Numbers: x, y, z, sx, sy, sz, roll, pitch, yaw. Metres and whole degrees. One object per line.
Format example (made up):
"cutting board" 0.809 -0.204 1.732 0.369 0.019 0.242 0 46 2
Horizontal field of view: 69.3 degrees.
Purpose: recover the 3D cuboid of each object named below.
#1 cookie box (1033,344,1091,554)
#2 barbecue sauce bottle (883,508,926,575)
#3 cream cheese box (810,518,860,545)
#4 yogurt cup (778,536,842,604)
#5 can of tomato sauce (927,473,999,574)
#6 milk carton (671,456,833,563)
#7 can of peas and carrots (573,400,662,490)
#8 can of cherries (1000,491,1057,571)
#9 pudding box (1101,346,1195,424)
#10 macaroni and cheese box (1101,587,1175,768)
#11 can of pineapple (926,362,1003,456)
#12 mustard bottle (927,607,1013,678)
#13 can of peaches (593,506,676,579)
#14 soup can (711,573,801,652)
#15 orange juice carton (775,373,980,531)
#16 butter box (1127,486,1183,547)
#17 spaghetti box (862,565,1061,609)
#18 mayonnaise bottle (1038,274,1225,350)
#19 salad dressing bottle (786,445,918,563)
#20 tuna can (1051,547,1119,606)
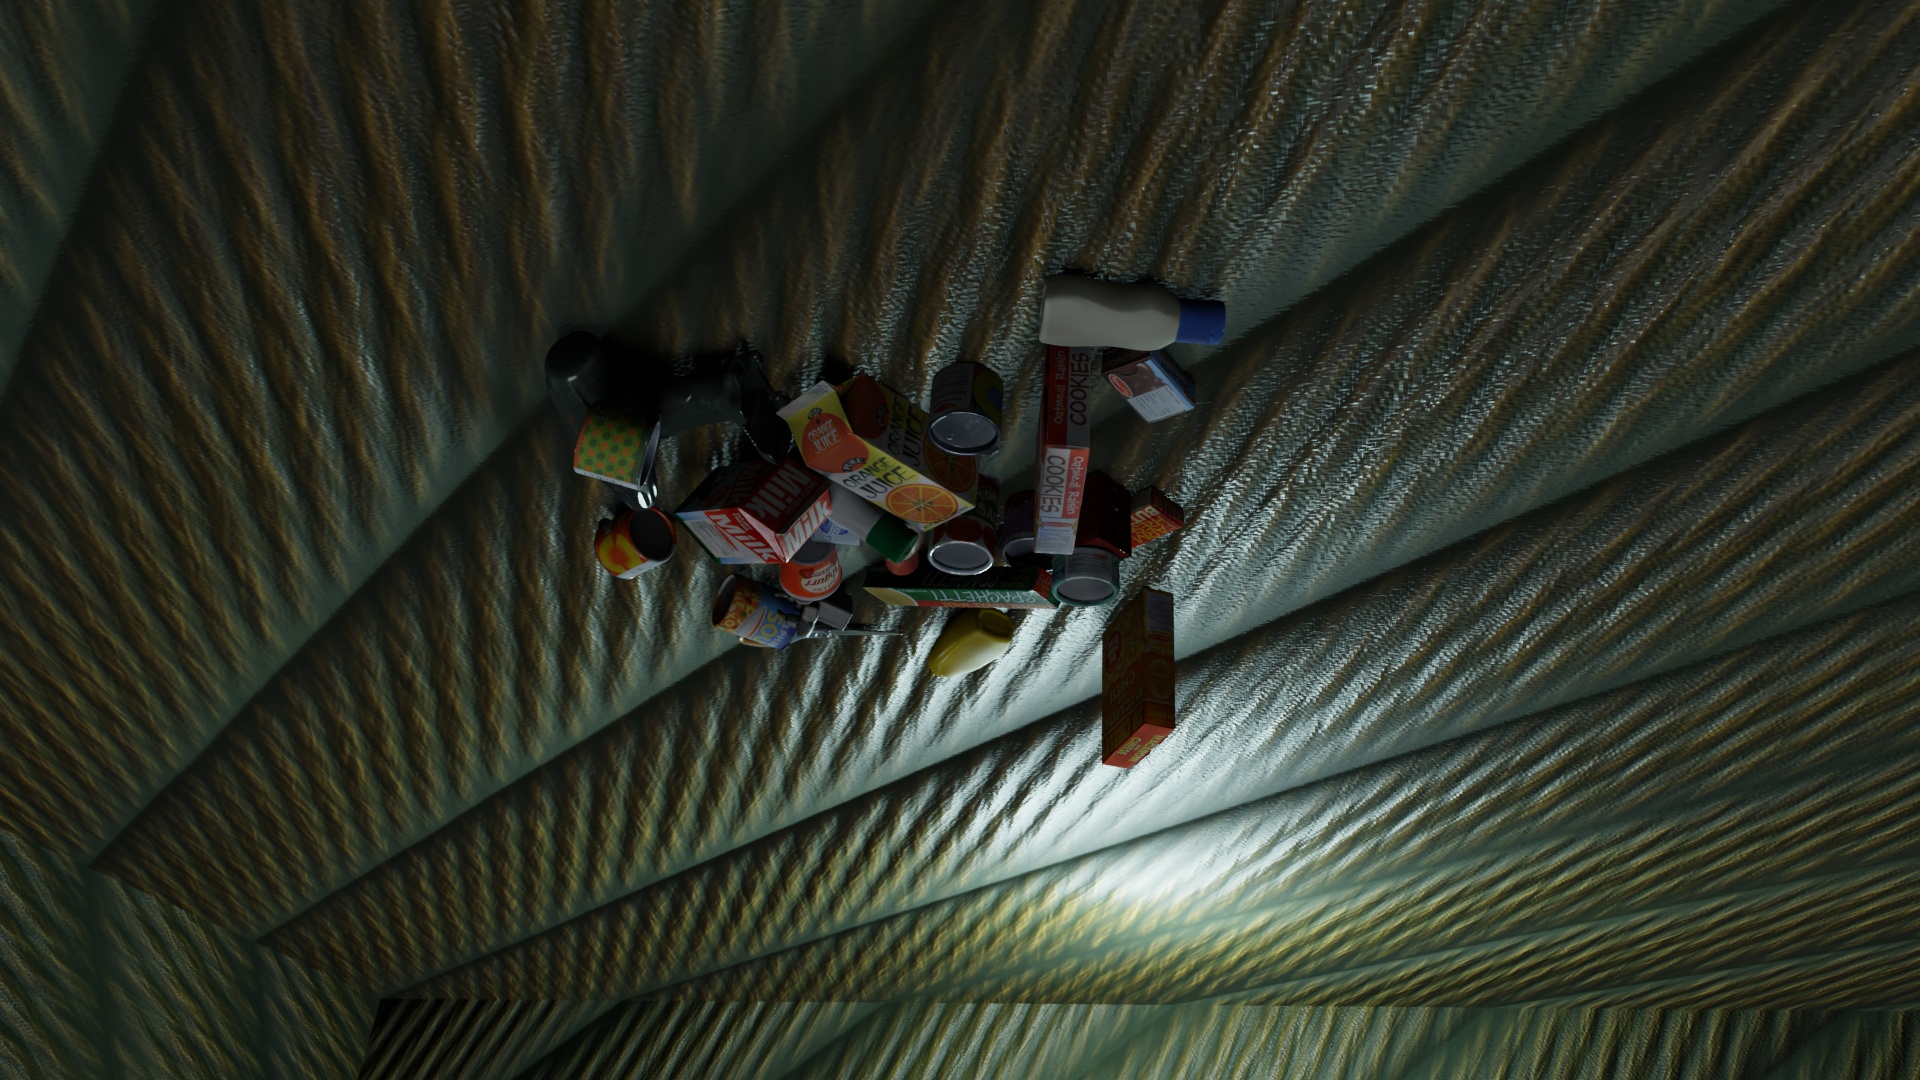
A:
"cookie box" 0.088 -0.083 1.223 0.040 0.123 0.166 3 148 1
"barbecue sauce bottle" -0.063 -0.011 1.424 0.065 0.044 0.148 41 160 19
"cream cheese box" -0.127 -0.033 1.425 0.053 0.024 0.103 5 148 -3
"yogurt cup" -0.161 0.022 1.482 0.072 0.073 0.053 4 140 0
"can of tomato sauce" 0.005 -0.017 1.377 0.071 0.083 0.071 4 148 2
"milk carton" -0.190 -0.027 1.319 0.190 0.072 0.073 -2 133 55
"can of peas and carrots" -0.295 -0.085 1.200 0.059 0.071 0.070 16 147 -6
"can of cherries" 0.078 -0.010 1.404 0.071 0.059 0.071 4 147 3
"pudding box" 0.165 -0.140 1.211 0.049 0.030 0.083 -17 142 33
"macaroni and cheese box" 0.198 0.154 1.548 0.040 0.167 0.123 12 147 -13
"can of pineapple" 0.006 -0.116 1.243 0.071 0.058 0.070 3 148 2
"mustard bottle" 0.000 0.128 1.642 0.065 0.049 0.159 21 145 -23
"can of peaches" -0.344 -0.001 1.466 0.058 0.071 0.071 -22 139 36
"soup can" -0.231 0.083 1.578 0.084 0.072 0.071 22 144 -25
"orange juice carton" -0.075 -0.088 1.284 0.192 0.073 0.071 30 141 -34
"butter box" 0.171 -0.017 1.412 0.103 0.024 0.053 -25 137 39
"spaghetti box" 0.000 0.049 1.469 0.250 0.029 0.050 -1 153 43
"mayonnaise bottle" 0.140 -0.184 1.136 0.148 0.041 0.064 4 150 -2
"salad dressing bottle" -0.109 -0.034 1.337 0.148 0.044 0.064 36 171 8
"tuna can" 0.121 0.037 1.350 0.071 0.033 0.070 3 150 2
